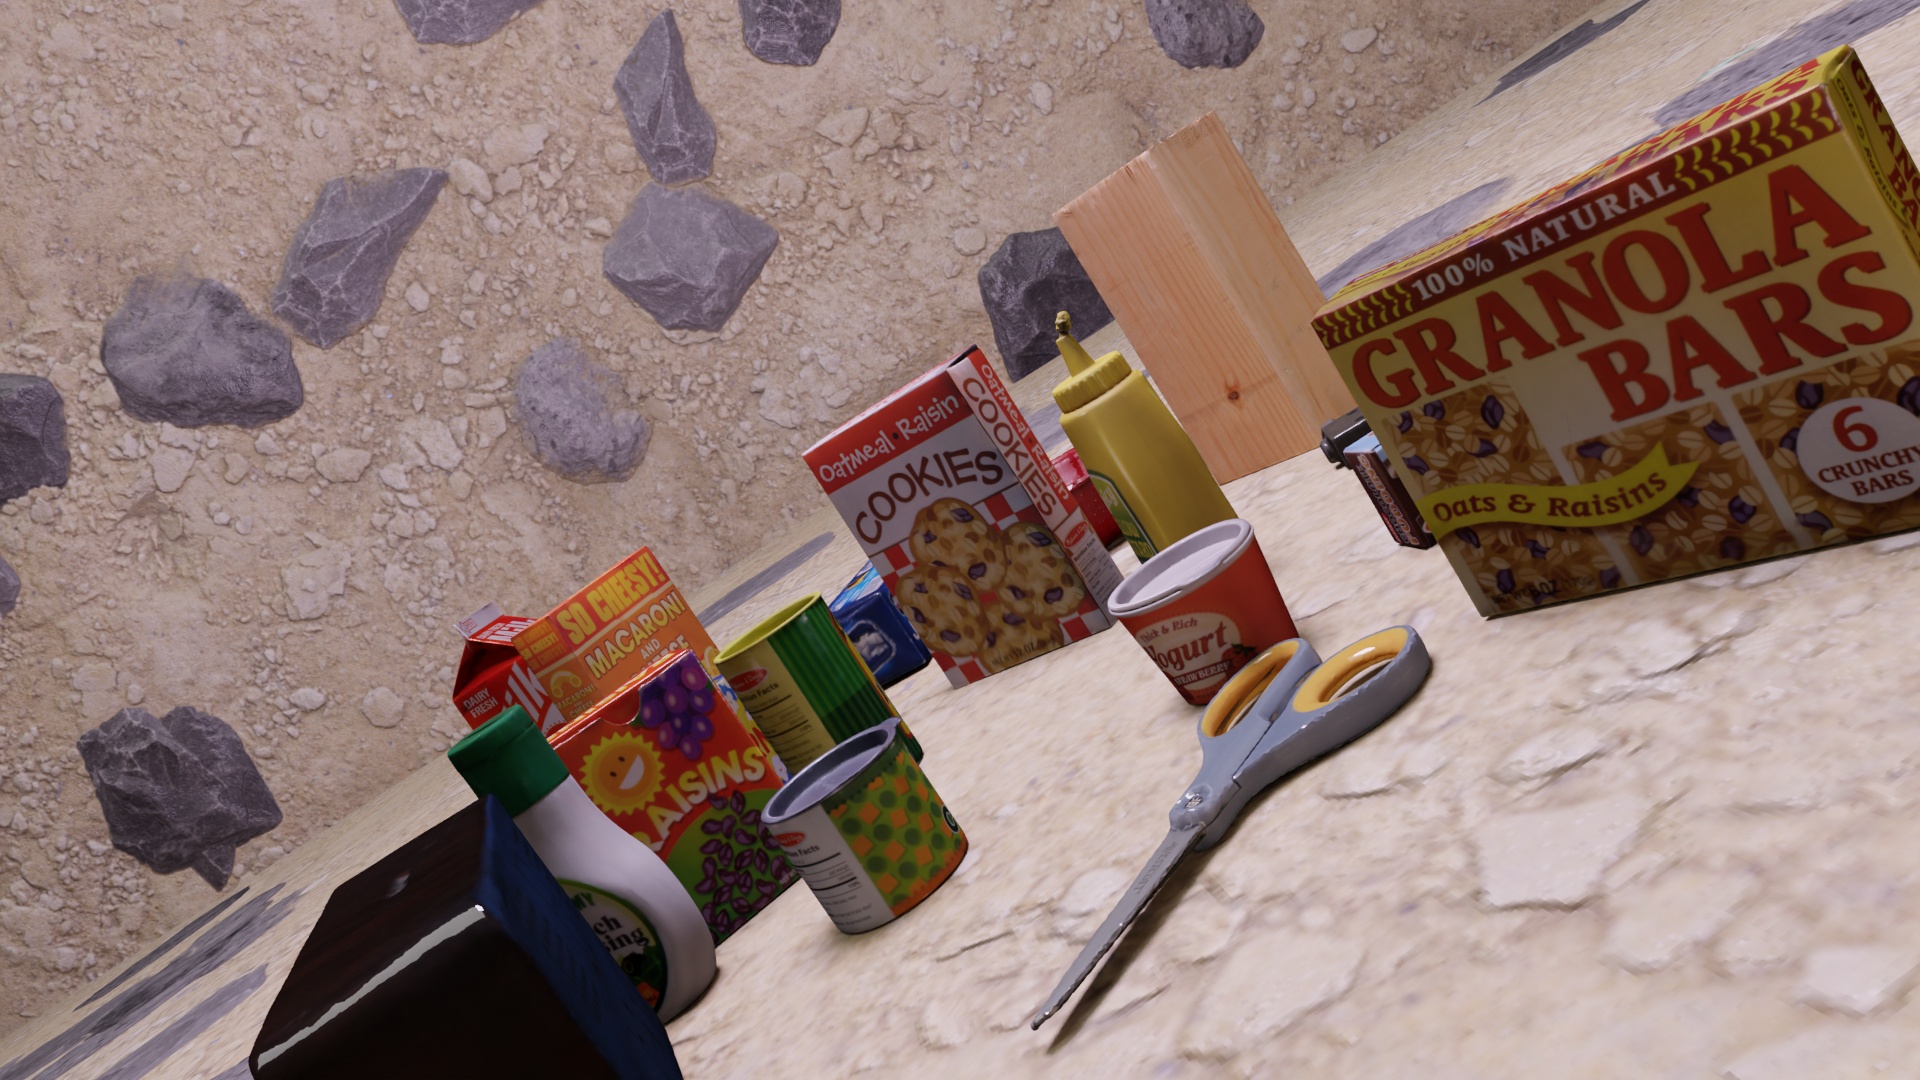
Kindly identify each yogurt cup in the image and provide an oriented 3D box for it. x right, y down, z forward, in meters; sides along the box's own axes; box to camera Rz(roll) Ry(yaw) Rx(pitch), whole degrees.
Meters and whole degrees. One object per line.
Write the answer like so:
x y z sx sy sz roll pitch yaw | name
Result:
0.103 0.031 0.574 0.072 0.054 0.072 -32 8 5 | yogurt cup

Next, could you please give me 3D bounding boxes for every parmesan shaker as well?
-0.075 0.088 0.733 0.071 0.103 0.071 -32 8 5 | parmesan shaker

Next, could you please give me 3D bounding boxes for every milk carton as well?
-0.295 0.130 1.003 0.073 0.190 0.072 -32 8 8 | milk carton

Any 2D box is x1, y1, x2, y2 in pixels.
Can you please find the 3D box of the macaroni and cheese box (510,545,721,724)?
-0.200 0.101 0.901 0.040 0.166 0.124 -29 9 26 | macaroni and cheese box

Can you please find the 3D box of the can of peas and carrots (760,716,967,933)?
-0.038 0.117 0.576 0.071 0.058 0.071 -32 8 5 | can of peas and carrots

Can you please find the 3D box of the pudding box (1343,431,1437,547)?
0.212 -0.040 0.592 0.084 0.049 0.030 -34 8 -8 | pudding box

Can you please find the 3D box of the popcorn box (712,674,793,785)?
-0.137 0.134 0.752 0.038 0.085 0.127 -31 8 16 | popcorn box

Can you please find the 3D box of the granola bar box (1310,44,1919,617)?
0.206 -0.051 0.420 0.039 0.124 0.165 -39 10 -36 | granola bar box

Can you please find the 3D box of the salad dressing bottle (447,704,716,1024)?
-0.164 0.141 0.601 0.064 0.147 0.044 -29 9 25 | salad dressing bottle

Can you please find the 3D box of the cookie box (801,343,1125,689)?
0.003 -0.010 0.786 0.122 0.167 0.040 -26 10 39 | cookie box

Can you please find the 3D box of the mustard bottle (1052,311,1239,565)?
0.086 -0.041 0.683 0.049 0.160 0.065 -34 8 -7 | mustard bottle

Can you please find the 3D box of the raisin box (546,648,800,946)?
-0.133 0.125 0.662 0.086 0.123 0.040 -36 9 -24 | raisin box
